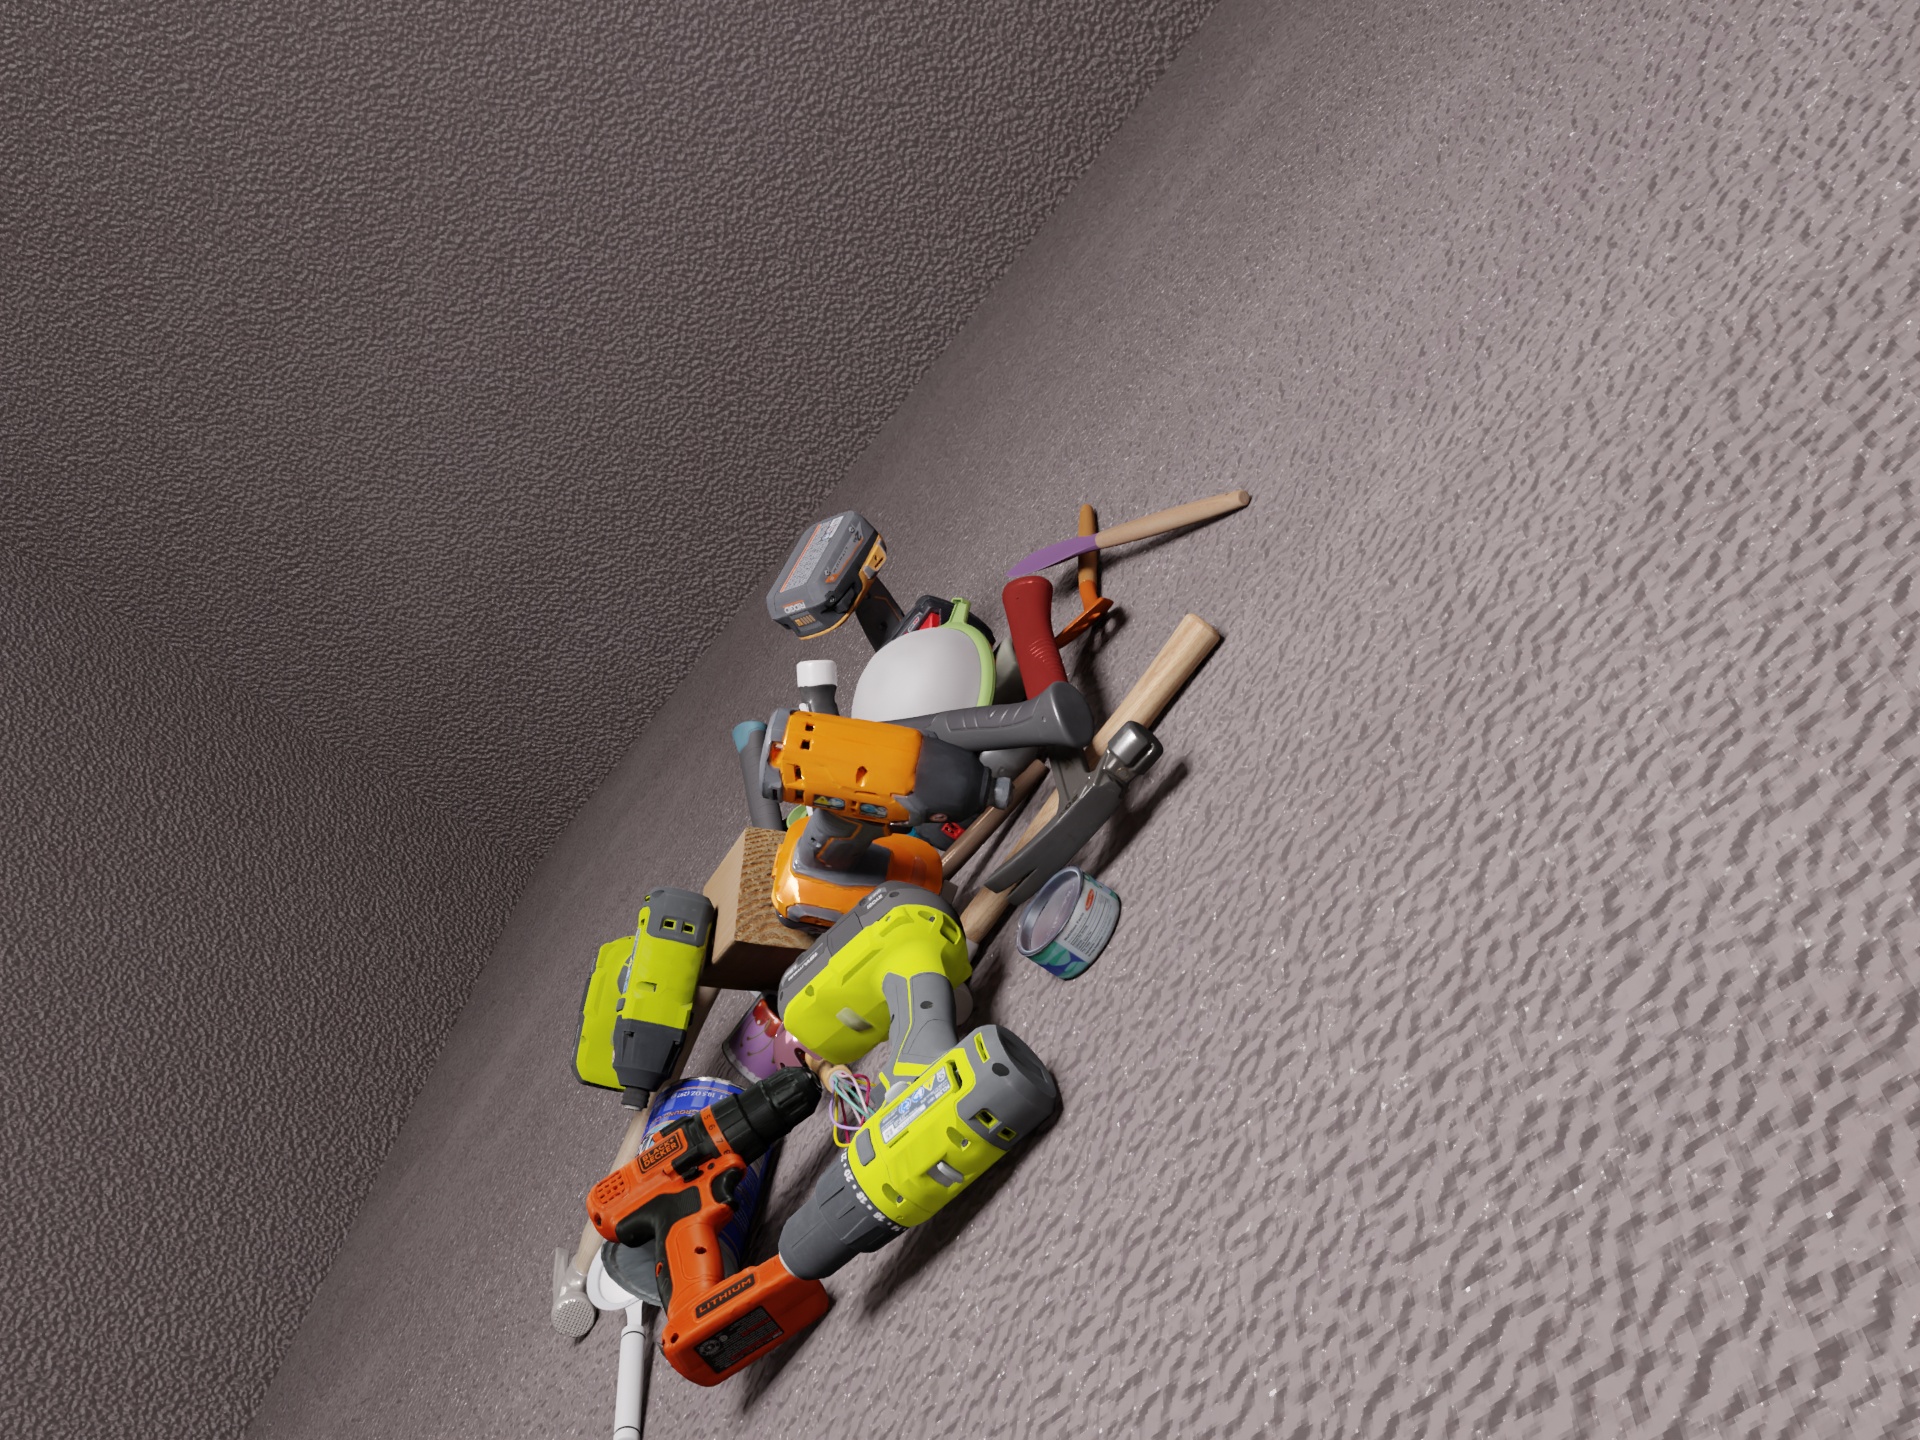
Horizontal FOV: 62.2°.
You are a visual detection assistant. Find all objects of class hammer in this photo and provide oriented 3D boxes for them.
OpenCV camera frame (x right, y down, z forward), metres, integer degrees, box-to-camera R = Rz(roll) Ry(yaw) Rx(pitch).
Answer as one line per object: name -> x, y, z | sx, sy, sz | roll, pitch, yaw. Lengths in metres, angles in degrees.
hammer -> -0.022, 0.016, 1.158 | 0.335, 0.035, 0.146 | -6, 86, 53
hammer -> -0.175, 0.127, 1.503 | 0.128, 0.033, 0.331 | -49, 41, 32
hammer -> 0.073, 0.062, 1.135 | 0.331, 0.031, 0.130 | -53, 16, 7
hammer -> -0.283, 0.349, 1.472 | 0.410, 0.038, 0.146 | -66, 15, -1
hammer -> 0.059, -0.013, 1.179 | 0.149, 0.036, 0.359 | -48, 22, 18

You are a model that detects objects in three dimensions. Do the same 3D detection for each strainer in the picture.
strainer -> -0.256, 0.479, 1.247 | 0.087, 0.050, 0.259 | -29, 26, 6
strainer -> -0.079, 0.011, 1.309 | 0.256, 0.069, 0.152 | -41, 42, 29

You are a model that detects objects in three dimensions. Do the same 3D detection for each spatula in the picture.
spatula -> 0.108, -0.135, 1.420 | 0.081, 0.041, 0.323 | -42, 18, 23
spatula -> 0.134, -0.156, 1.349 | 0.060, 0.018, 0.316 | -40, 16, -29

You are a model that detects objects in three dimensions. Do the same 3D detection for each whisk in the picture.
whisk -> -0.089, 0.272, 1.171 | 0.047, 0.051, 0.245 | -63, 13, -7

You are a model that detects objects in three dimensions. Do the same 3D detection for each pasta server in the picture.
pasta server -> -0.038, 0.153, 1.229 | 0.316, 0.040, 0.060 | -47, 5, -8

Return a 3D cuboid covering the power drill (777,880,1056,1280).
power drill -> -0.048, 0.222, 0.998 | 0.190, 0.080, 0.229 | -42, 29, 10

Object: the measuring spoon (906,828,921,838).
measuring spoon -> -0.052, 0.120, 1.431 | 0.042, 0.021, 0.128 | -64, 8, -25

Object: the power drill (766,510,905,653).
power drill -> -0.080, -0.059, 1.489 | 0.084, 0.226, 0.185 | -14, 39, 39

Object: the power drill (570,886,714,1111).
power drill -> -0.267, 0.242, 1.327 | 0.223, 0.080, 0.171 | 141, 142, -64

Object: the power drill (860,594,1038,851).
power drill -> -0.002, -0.004, 1.341 | 0.143, 0.078, 0.220 | -51, 34, 20

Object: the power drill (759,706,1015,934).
power drill -> -0.054, 0.077, 1.096 | 0.226, 0.164, 0.084 | 99, 180, -58

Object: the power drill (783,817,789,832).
power drill -> -0.149, 0.116, 1.615 | 0.226, 0.080, 0.188 | -50, 16, 31
